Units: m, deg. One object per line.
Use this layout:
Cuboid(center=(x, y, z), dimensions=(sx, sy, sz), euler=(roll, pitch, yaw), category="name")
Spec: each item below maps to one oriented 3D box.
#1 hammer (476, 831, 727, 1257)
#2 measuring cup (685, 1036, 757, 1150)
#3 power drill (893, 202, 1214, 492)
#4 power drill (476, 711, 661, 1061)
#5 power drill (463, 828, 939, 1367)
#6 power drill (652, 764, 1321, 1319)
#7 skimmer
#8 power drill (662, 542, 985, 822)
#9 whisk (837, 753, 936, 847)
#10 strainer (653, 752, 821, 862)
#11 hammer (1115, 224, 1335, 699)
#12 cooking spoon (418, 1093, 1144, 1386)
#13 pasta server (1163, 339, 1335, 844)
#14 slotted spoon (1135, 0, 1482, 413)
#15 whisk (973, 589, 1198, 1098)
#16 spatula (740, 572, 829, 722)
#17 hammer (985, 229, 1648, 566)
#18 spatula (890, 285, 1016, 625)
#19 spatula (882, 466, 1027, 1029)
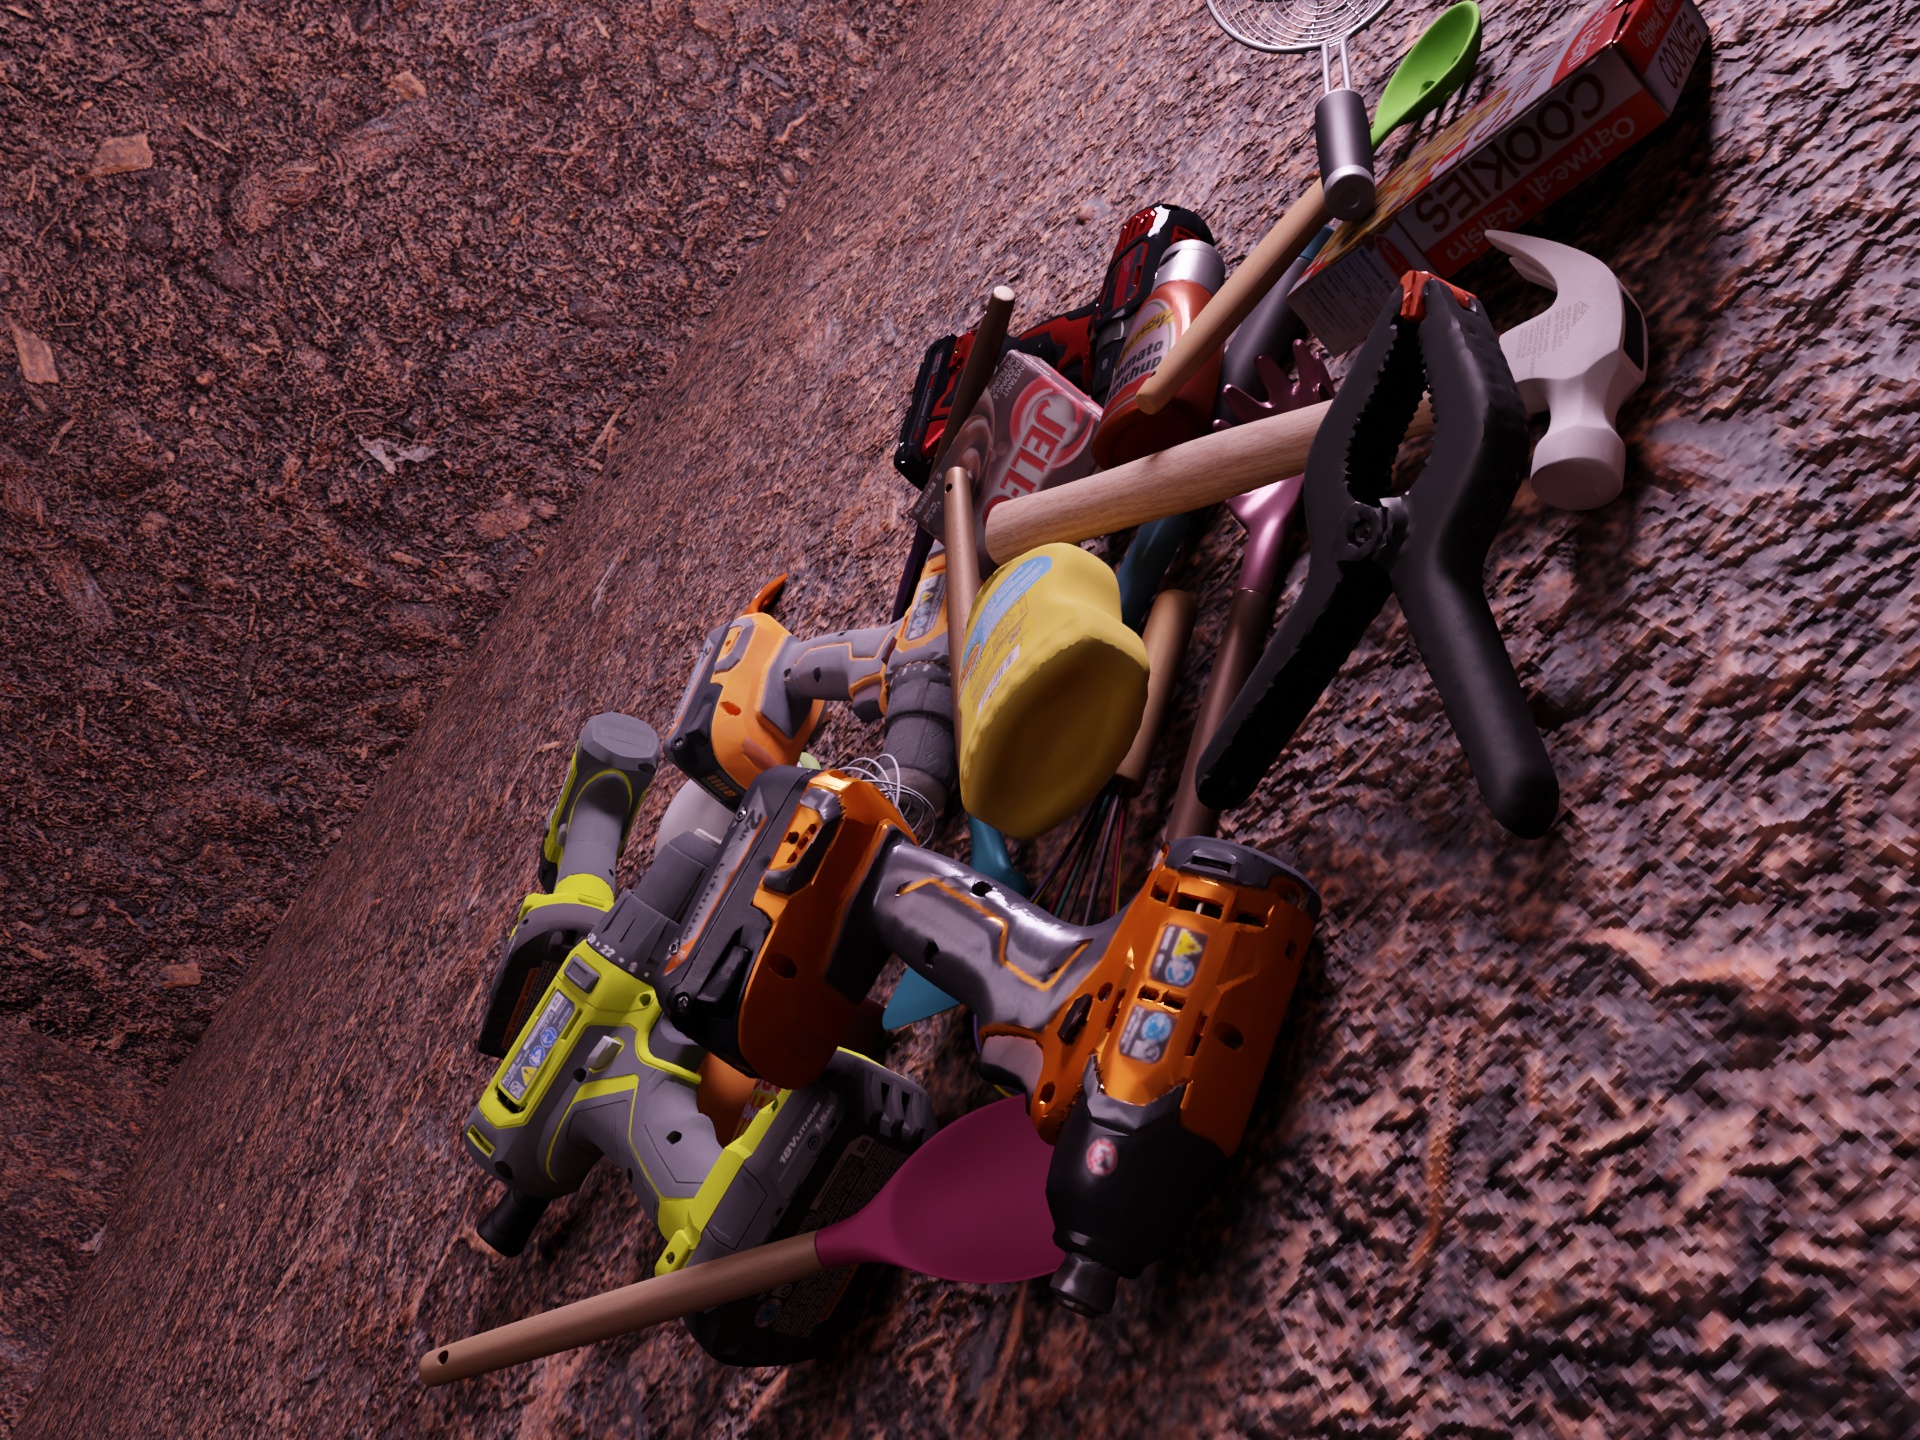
Cuboid(center=(-0.201, 0.196, 0.963), dimensions=(0.334, 0.035, 0.146), euler=(-56, -7, 16), category="hammer")
Cuboid(center=(-0.117, 0.178, 0.854), dimensions=(0.173, 0.052, 0.095), euler=(-42, 26, 37), category="measuring cup")
Cuboid(center=(0.057, -0.196, 0.979), dimensions=(0.227, 0.080, 0.188), euler=(-20, 49, 49), category="power drill")
Cuboid(center=(-0.261, 0.123, 1.078), dimensions=(0.223, 0.080, 0.171), euler=(-95, 28, -54), category="power drill")
Cuboid(center=(-0.119, 0.166, 0.738), dimensions=(0.229, 0.080, 0.190), euler=(25, 81, 43), category="power drill")
Cuboid(center=(0.001, 0.108, 0.585), dimensions=(0.227, 0.084, 0.164), euler=(11, 65, 31), category="power drill")
Cuboid(center=(0.182, -0.359, 0.812), dimensions=(0.127, 0.090, 0.364), euler=(-15, 34, 21), category="skimmer")
Cuboid(center=(-0.071, -0.006, 0.945), dimensions=(0.226, 0.084, 0.185), euler=(-16, 44, 35), category="power drill")
Cuboid(center=(-0.097, 0.115, 0.877), dimensions=(0.284, 0.070, 0.070), euler=(-52, 20, 41), category="whisk")
Cuboid(center=(-0.196, 0.110, 1.088), dimensions=(0.256, 0.069, 0.152), euler=(-47, 24, 18), category="strainer")
Cuboid(center=(0.112, -0.115, 0.814), dimensions=(0.331, 0.033, 0.128), euler=(-62, 22, -13), category="hammer")
Cuboid(center=(-0.075, 0.211, 0.615), dimensions=(0.319, 0.017, 0.069), euler=(-21, 51, 14), category="cooking spoon")
Cuboid(center=(0.116, -0.035, 0.694), dimensions=(0.060, 0.040, 0.316), euler=(-12, 49, 46), category="pasta server")
Cuboid(center=(0.178, -0.257, 0.792), dimensions=(0.314, 0.031, 0.070), euler=(-50, 15, -22), category="slotted spoon")
Cuboid(center=(0.064, 0.048, 0.677), dimensions=(0.047, 0.051, 0.245), euler=(0, 57, 37), category="whisk")
Cuboid(center=(-0.141, -0.054, 1.259), dimensions=(0.081, 0.041, 0.323), euler=(-54, 27, 6), category="spatula")
Cuboid(center=(0.133, -0.119, 0.695), dimensions=(0.331, 0.031, 0.130), euler=(-11, 54, 47), category="hammer")
Cuboid(center=(-0.012, -0.140, 0.966), dimensions=(0.315, 0.018, 0.060), euler=(112, 174, -54), category="spatula")
Cuboid(center=(-0.001, -0.003, 0.789), dimensions=(0.082, 0.044, 0.318), euler=(-29, 51, 38), category="spatula")
